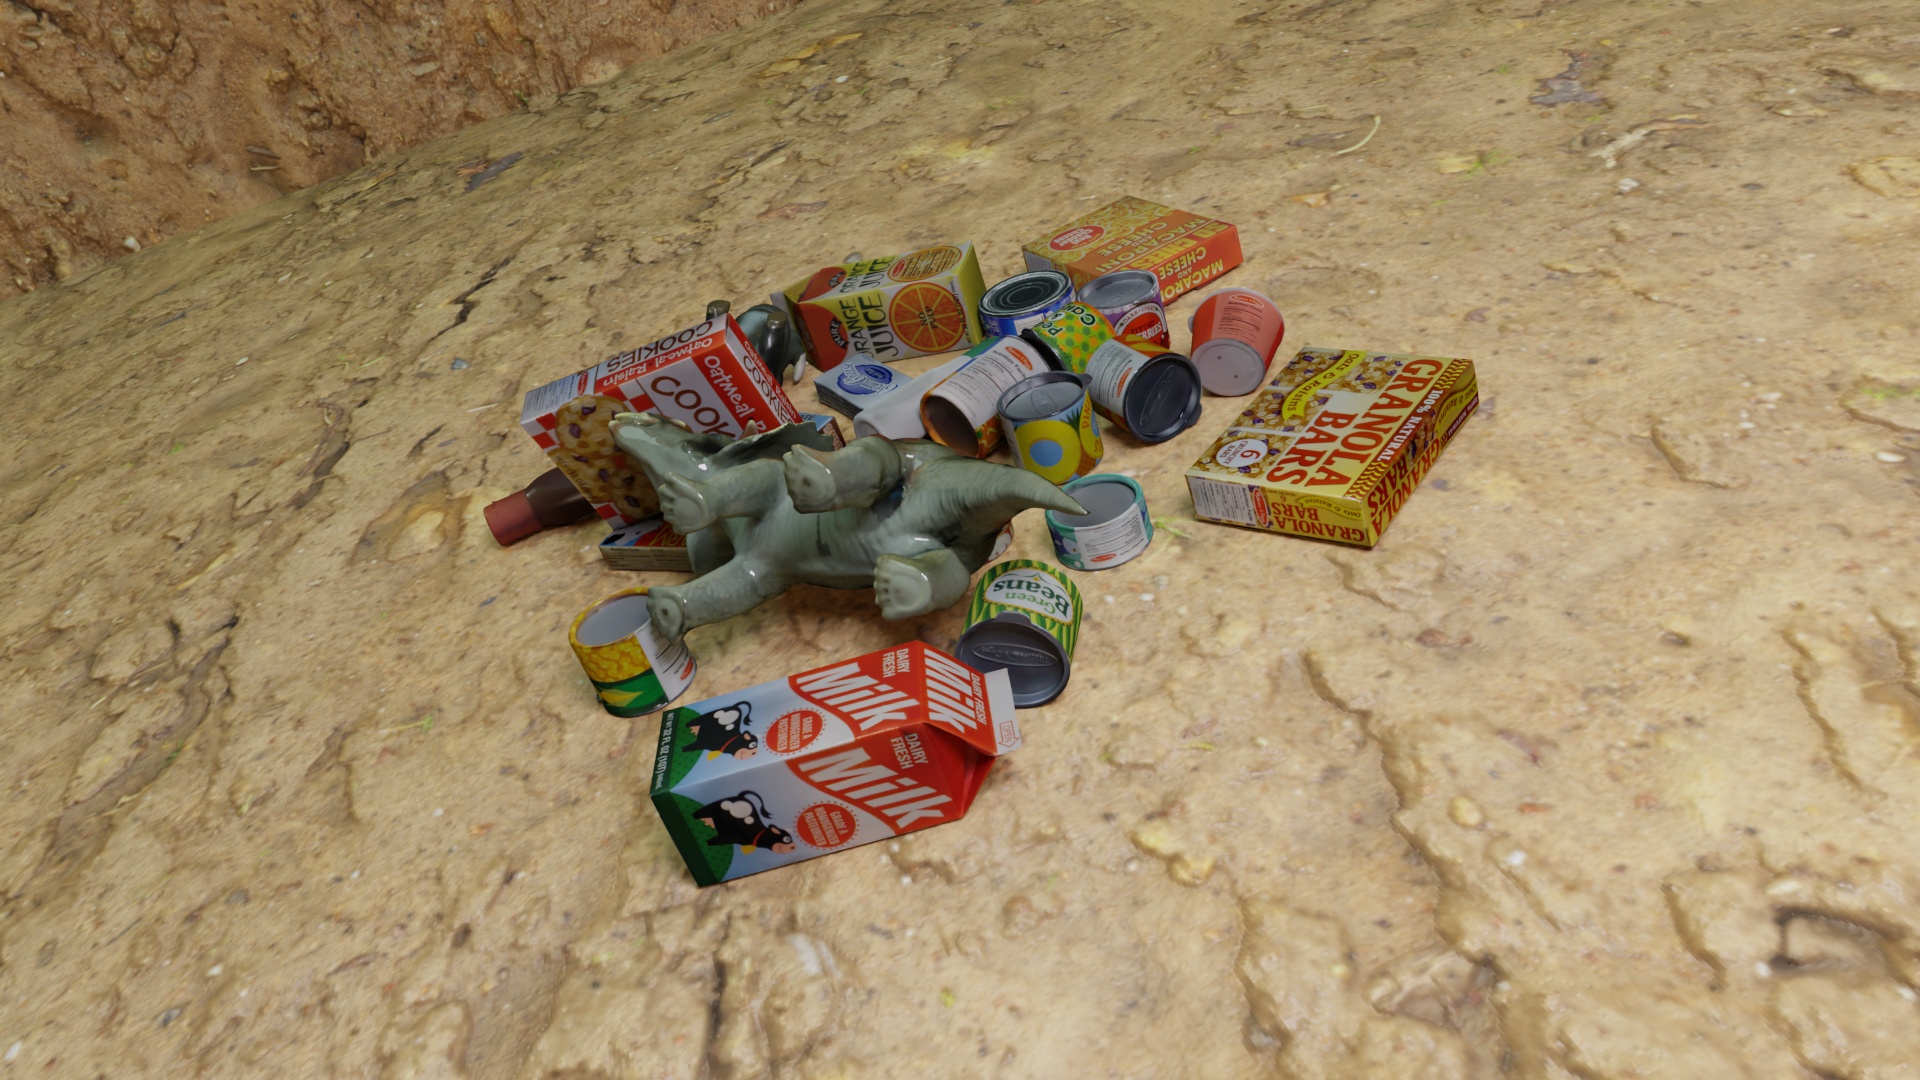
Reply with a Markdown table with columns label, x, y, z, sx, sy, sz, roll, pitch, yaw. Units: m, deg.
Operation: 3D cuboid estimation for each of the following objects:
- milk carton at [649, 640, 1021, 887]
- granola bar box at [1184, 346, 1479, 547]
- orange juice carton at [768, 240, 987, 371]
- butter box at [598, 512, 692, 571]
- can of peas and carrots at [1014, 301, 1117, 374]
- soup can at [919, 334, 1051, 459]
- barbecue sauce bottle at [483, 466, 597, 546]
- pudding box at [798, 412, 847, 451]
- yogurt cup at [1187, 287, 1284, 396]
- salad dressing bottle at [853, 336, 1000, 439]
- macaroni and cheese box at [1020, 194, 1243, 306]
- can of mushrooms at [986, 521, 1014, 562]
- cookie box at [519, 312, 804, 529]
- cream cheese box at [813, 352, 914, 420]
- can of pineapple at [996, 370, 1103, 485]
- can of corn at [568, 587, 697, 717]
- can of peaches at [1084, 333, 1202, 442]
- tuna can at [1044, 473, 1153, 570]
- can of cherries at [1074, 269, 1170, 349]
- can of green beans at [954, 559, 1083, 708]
| label | x | y | z | sx | sy | sz | roll | pitch | yaw |
| --- | --- | --- | --- | --- | --- | --- | --- | --- | --- |
| milk carton | -0.062 | 0.115 | 0.749 | 0.190 | 0.073 | 0.073 | -16 | 32 | 4 |
| granola bar box | 0.241 | -0.064 | 0.895 | 0.124 | 0.039 | 0.166 | 12 | 43 | 40 |
| orange juice carton | -0.075 | -0.207 | 1.248 | 0.192 | 0.071 | 0.073 | -7 | 34 | 19 |
| butter box | -0.218 | -0.001 | 1.055 | 0.103 | 0.024 | 0.053 | 1 | 37 | 29 |
| can of peas and carrots | 0.081 | -0.145 | 1.073 | 0.059 | 0.070 | 0.071 | -36 | 36 | -26 |
| soup can | 0.020 | -0.104 | 1.051 | 0.084 | 0.071 | 0.071 | -39 | 37 | -28 |
| barbecue sauce bottle | -0.318 | -0.042 | 1.152 | 0.149 | 0.043 | 0.065 | -25 | 34 | -8 |
| pudding box | -0.128 | -0.075 | 1.096 | 0.084 | 0.049 | 0.030 | 11 | 44 | 39 |
| yogurt cup | 0.199 | -0.142 | 1.015 | 0.072 | 0.072 | 0.054 | -2 | 44 | 26 |
| salad dressing bottle | -0.017 | -0.115 | 1.103 | 0.148 | 0.044 | 0.064 | -36 | 16 | -29 |
| macaroni and cheese box | 0.150 | -0.252 | 1.229 | 0.124 | 0.040 | 0.167 | -29 | 33 | -16 |
| can of mushrooms | 0.003 | -0.012 | 0.945 | 0.071 | 0.033 | 0.071 | -14 | 32 | 9 |
| cookie box | -0.214 | -0.085 | 1.019 | 0.167 | 0.122 | 0.040 | -19 | 44 | 12 |
| cream cheese box | -0.078 | -0.125 | 1.170 | 0.053 | 0.024 | 0.104 | -33 | 34 | -18 |
| can of pineapple | 0.067 | -0.080 | 0.993 | 0.071 | 0.057 | 0.071 | -14 | 32 | 9 |
| can of corn | -0.217 | 0.073 | 0.909 | 0.071 | 0.058 | 0.071 | -14 | 32 | 9 |
| can of peaches | 0.132 | -0.109 | 0.999 | 0.071 | 0.071 | 0.058 | -29 | 32 | -15 |
| tuna can | 0.089 | -0.014 | 0.904 | 0.071 | 0.032 | 0.071 | -13 | 33 | 9 |
| can of cherries | 0.131 | -0.174 | 1.102 | 0.071 | 0.058 | 0.072 | -13 | 32 | 8 |
| can of green beans | 0.035 | 0.053 | 0.799 | 0.071 | 0.071 | 0.058 | -7 | 33 | 19 |
